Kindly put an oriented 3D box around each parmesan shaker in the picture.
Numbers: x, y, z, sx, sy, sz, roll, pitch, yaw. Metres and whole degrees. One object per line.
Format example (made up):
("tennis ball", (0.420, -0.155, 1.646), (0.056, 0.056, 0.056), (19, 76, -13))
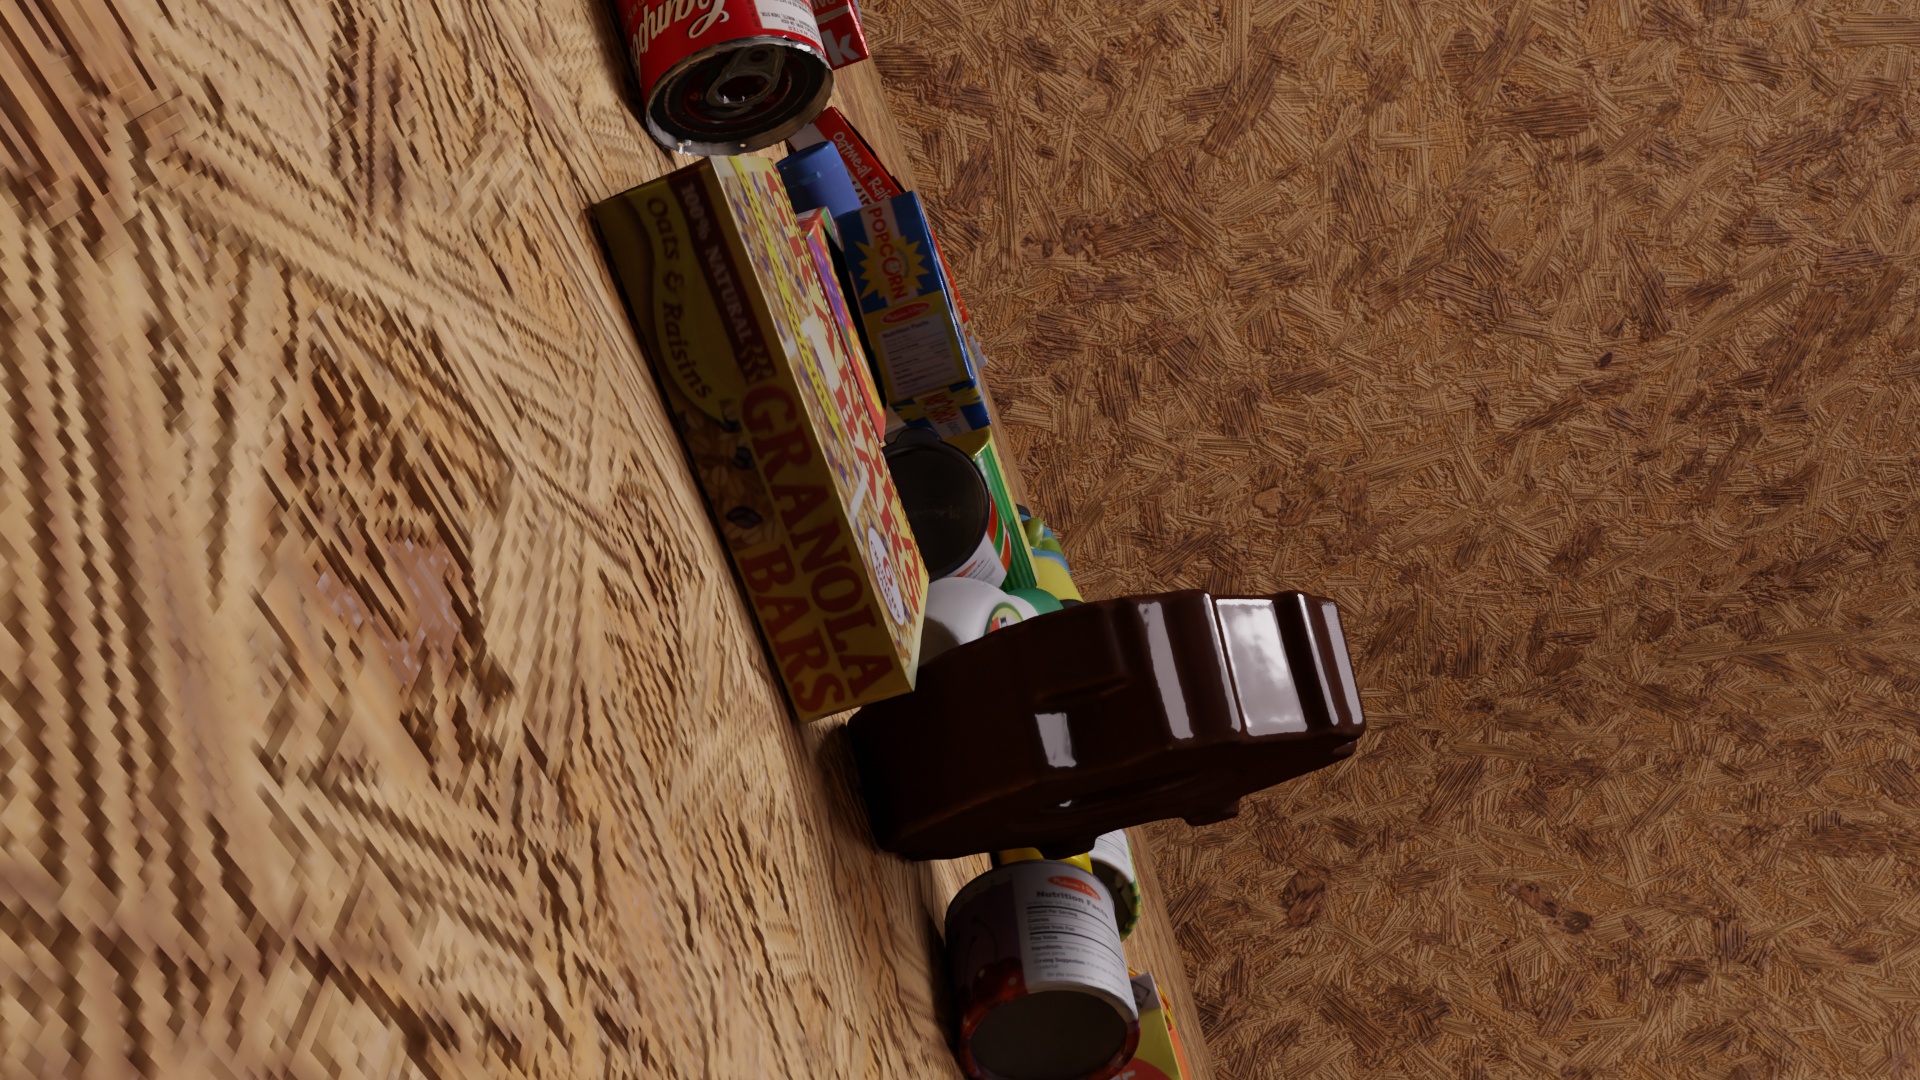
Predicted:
("parmesan shaker", (0.003, -0.010, 0.831), (0.071, 0.071, 0.102), (-98, 170, -63))

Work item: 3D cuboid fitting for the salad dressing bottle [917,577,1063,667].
("salad dressing bottle", (0.009, 0.045, 0.611), (0.148, 0.044, 0.064), (-11, 115, -69))

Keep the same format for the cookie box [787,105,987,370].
("cookie box", (-0.045, -0.187, 0.911), (0.123, 0.040, 0.167), (54, -3, 26))

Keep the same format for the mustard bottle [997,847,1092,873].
("mustard bottle", (0.042, 0.160, 0.754), (0.161, 0.049, 0.065), (-99, 169, -56))

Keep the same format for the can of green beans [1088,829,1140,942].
("can of green beans", (0.071, 0.200, 0.814), (0.058, 0.071, 0.071), (-86, 157, -76))

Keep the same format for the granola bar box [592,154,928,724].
("granola bar box", (-0.058, -0.040, 0.455), (0.124, 0.039, 0.165), (-86, 157, -75))

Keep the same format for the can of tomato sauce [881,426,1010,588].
("can of tomato sauce", (-0.014, -0.006, 0.645), (0.083, 0.071, 0.071), (58, 15, -73))

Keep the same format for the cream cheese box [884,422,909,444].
("cream cheese box", (-0.044, -0.104, 0.901), (0.053, 0.024, 0.104), (56, 16, -64))

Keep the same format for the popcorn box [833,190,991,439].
("popcorn box", (-0.019, -0.096, 0.630), (0.126, 0.038, 0.085), (39, 35, -84))

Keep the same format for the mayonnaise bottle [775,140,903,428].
("mayonnaise bottle", (-0.052, -0.134, 0.730), (0.041, 0.065, 0.147), (-105, 171, -66))

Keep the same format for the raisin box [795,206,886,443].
("raisin box", (-0.062, -0.088, 0.577), (0.124, 0.040, 0.086), (-97, 169, -71))

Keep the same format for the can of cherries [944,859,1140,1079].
("can of cherries", (0.028, 0.164, 0.512), (0.059, 0.071, 0.071), (-100, 170, -57))

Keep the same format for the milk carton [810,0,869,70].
("milk carton", (-0.098, -0.303, 0.770), (0.191, 0.072, 0.073), (-103, 172, -57))

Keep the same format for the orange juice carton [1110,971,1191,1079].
("orange juice carton", (0.072, 0.269, 0.554), (0.073, 0.072, 0.192), (-77, 149, -82))

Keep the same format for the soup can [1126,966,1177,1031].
("soup can", (0.076, 0.253, 0.676), (0.084, 0.071, 0.071), (-86, 157, -79))
